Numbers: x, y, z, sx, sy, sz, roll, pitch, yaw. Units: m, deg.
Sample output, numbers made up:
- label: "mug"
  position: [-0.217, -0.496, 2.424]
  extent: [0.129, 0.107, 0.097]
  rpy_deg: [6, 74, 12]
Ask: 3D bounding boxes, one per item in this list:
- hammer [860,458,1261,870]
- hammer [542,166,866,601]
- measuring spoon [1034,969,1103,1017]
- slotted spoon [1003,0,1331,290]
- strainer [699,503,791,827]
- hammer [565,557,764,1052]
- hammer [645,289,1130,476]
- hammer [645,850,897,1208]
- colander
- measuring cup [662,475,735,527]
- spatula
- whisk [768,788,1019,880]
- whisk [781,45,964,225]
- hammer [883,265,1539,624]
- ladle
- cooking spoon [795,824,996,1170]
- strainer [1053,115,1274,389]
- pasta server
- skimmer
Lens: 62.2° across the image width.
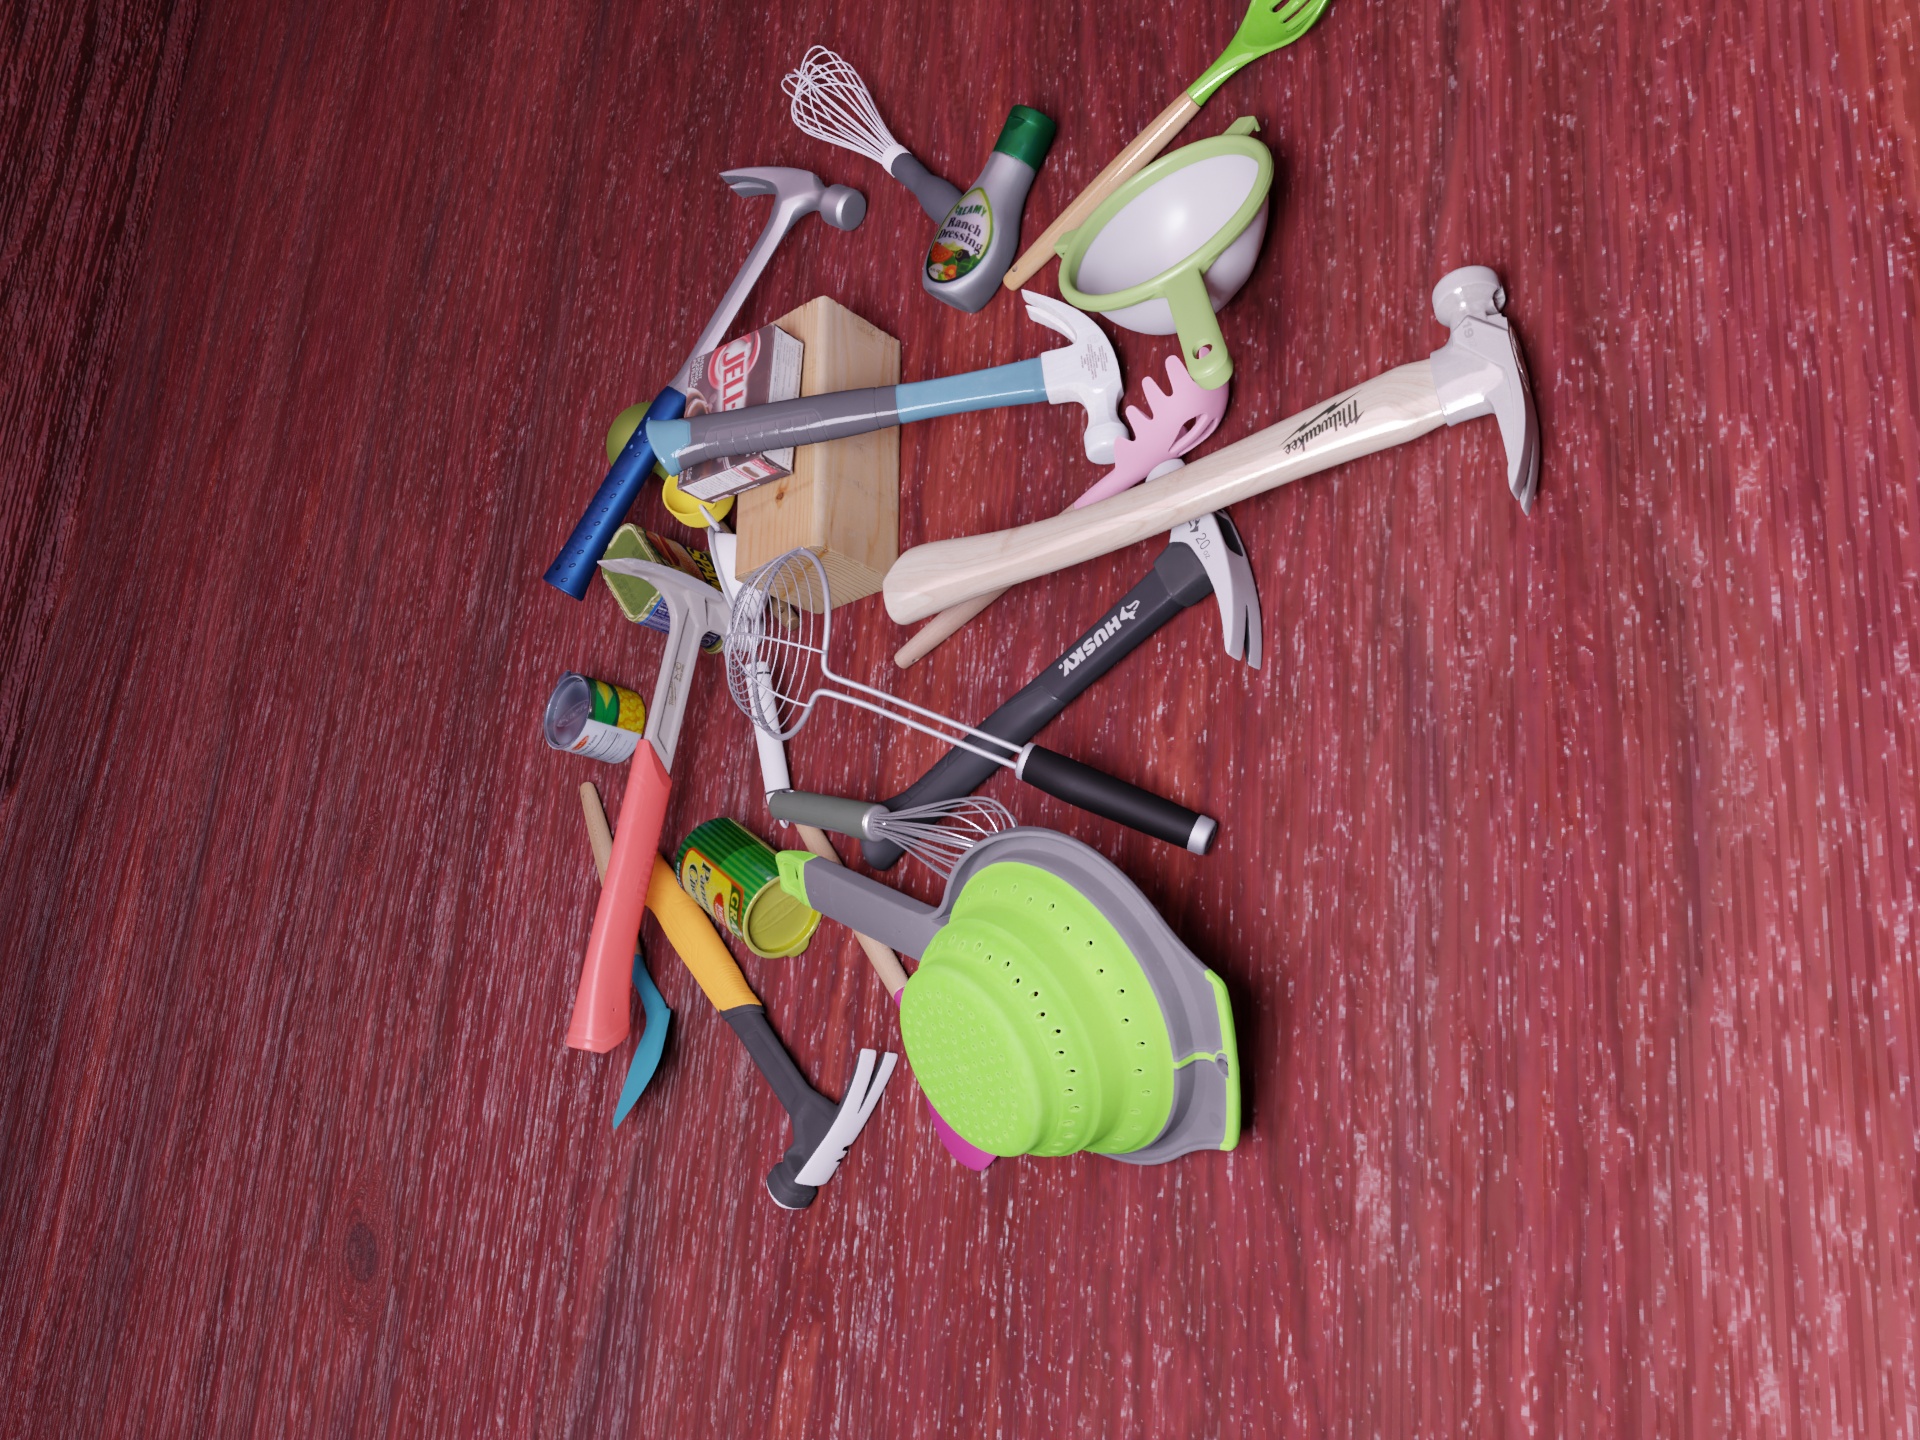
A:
- label: "hammer"
  position: [0.052, -0.008, 1.021]
  extent: [0.334, 0.035, 0.146]
  rpy_deg: [-42, 50, 25]
- label: "hammer"
  position: [-0.234, -0.285, 1.331]
  extent: [0.144, 0.035, 0.405]
  rpy_deg: [29, 88, 32]
- label: "measuring spoon"
  position: [0.049, 0.173, 0.976]
  extent: [0.117, 0.011, 0.021]
  rpy_deg: [-32, 55, 33]
- label: "slotted spoon"
  position: [0.139, -0.406, 1.084]
  extent: [0.313, 0.031, 0.070]
  rpy_deg: [-40, 51, 29]
- label: "strainer"
  position: [-0.152, -0.046, 1.202]
  extent: [0.050, 0.087, 0.258]
  rpy_deg: [-12, 81, 7]
- label: "hammer"
  position: [-0.242, 0.064, 1.182]
  extent: [0.037, 0.149, 0.359]
  rpy_deg: [-1, 72, 42]
- label: "hammer"
  position: [-0.055, -0.212, 1.084]
  extent: [0.331, 0.033, 0.128]
  rpy_deg: [-8, 70, 9]
- label: "hammer"
  position: [-0.166, 0.191, 1.159]
  extent: [0.337, 0.034, 0.127]
  rpy_deg: [44, 107, 43]
- label: "colander"
  position: [-0.019, 0.152, 0.927]
  extent: [0.397, 0.094, 0.204]
  rpy_deg: [17, 122, 47]
- label: "measuring cup"
  position: [-0.171, -0.214, 1.294]
  extent: [0.156, 0.029, 0.062]
  rpy_deg: [-38, 58, -5]
- label: "spatula"
  position: [-0.275, 0.168, 1.264]
  extent: [0.082, 0.044, 0.318]
  rpy_deg: [-55, 44, 32]
- label: "whisk"
  position: [-0.048, 0.069, 1.037]
  extent: [0.246, 0.057, 0.059]
  rpy_deg: [6, 93, 48]
- label: "whisk"
  position: [-0.066, -0.466, 1.282]
  extent: [0.070, 0.070, 0.285]
  rpy_deg: [-52, 52, 17]
- label: "hammer"
  position: [0.128, -0.124, 0.940]
  extent: [0.410, 0.038, 0.146]
  rpy_deg: [-19, 59, 29]
- label: "ladle"
  position: [-0.211, -0.170, 1.331]
  extent: [0.078, 0.062, 0.320]
  rpy_deg: [-41, 56, 0]
- label: "cooking spoon"
  position: [-0.049, 0.165, 1.067]
  extent: [0.068, 0.017, 0.319]
  rpy_deg: [-55, 46, 22]
- label: "strainer"
  position: [0.144, -0.258, 0.966]
  extent: [0.151, 0.069, 0.257]
  rpy_deg: [-29, 39, 21]
- label: "pasta server"
  position: [0.059, -0.129, 1.054]
  extent: [0.316, 0.060, 0.040]
  rpy_deg: [-38, 60, 34]
- label: "skimmer"
  position: [-0.002, -0.003, 1.003]
  extent: [0.363, 0.090, 0.127]
  rpy_deg: [22, 108, 19]
